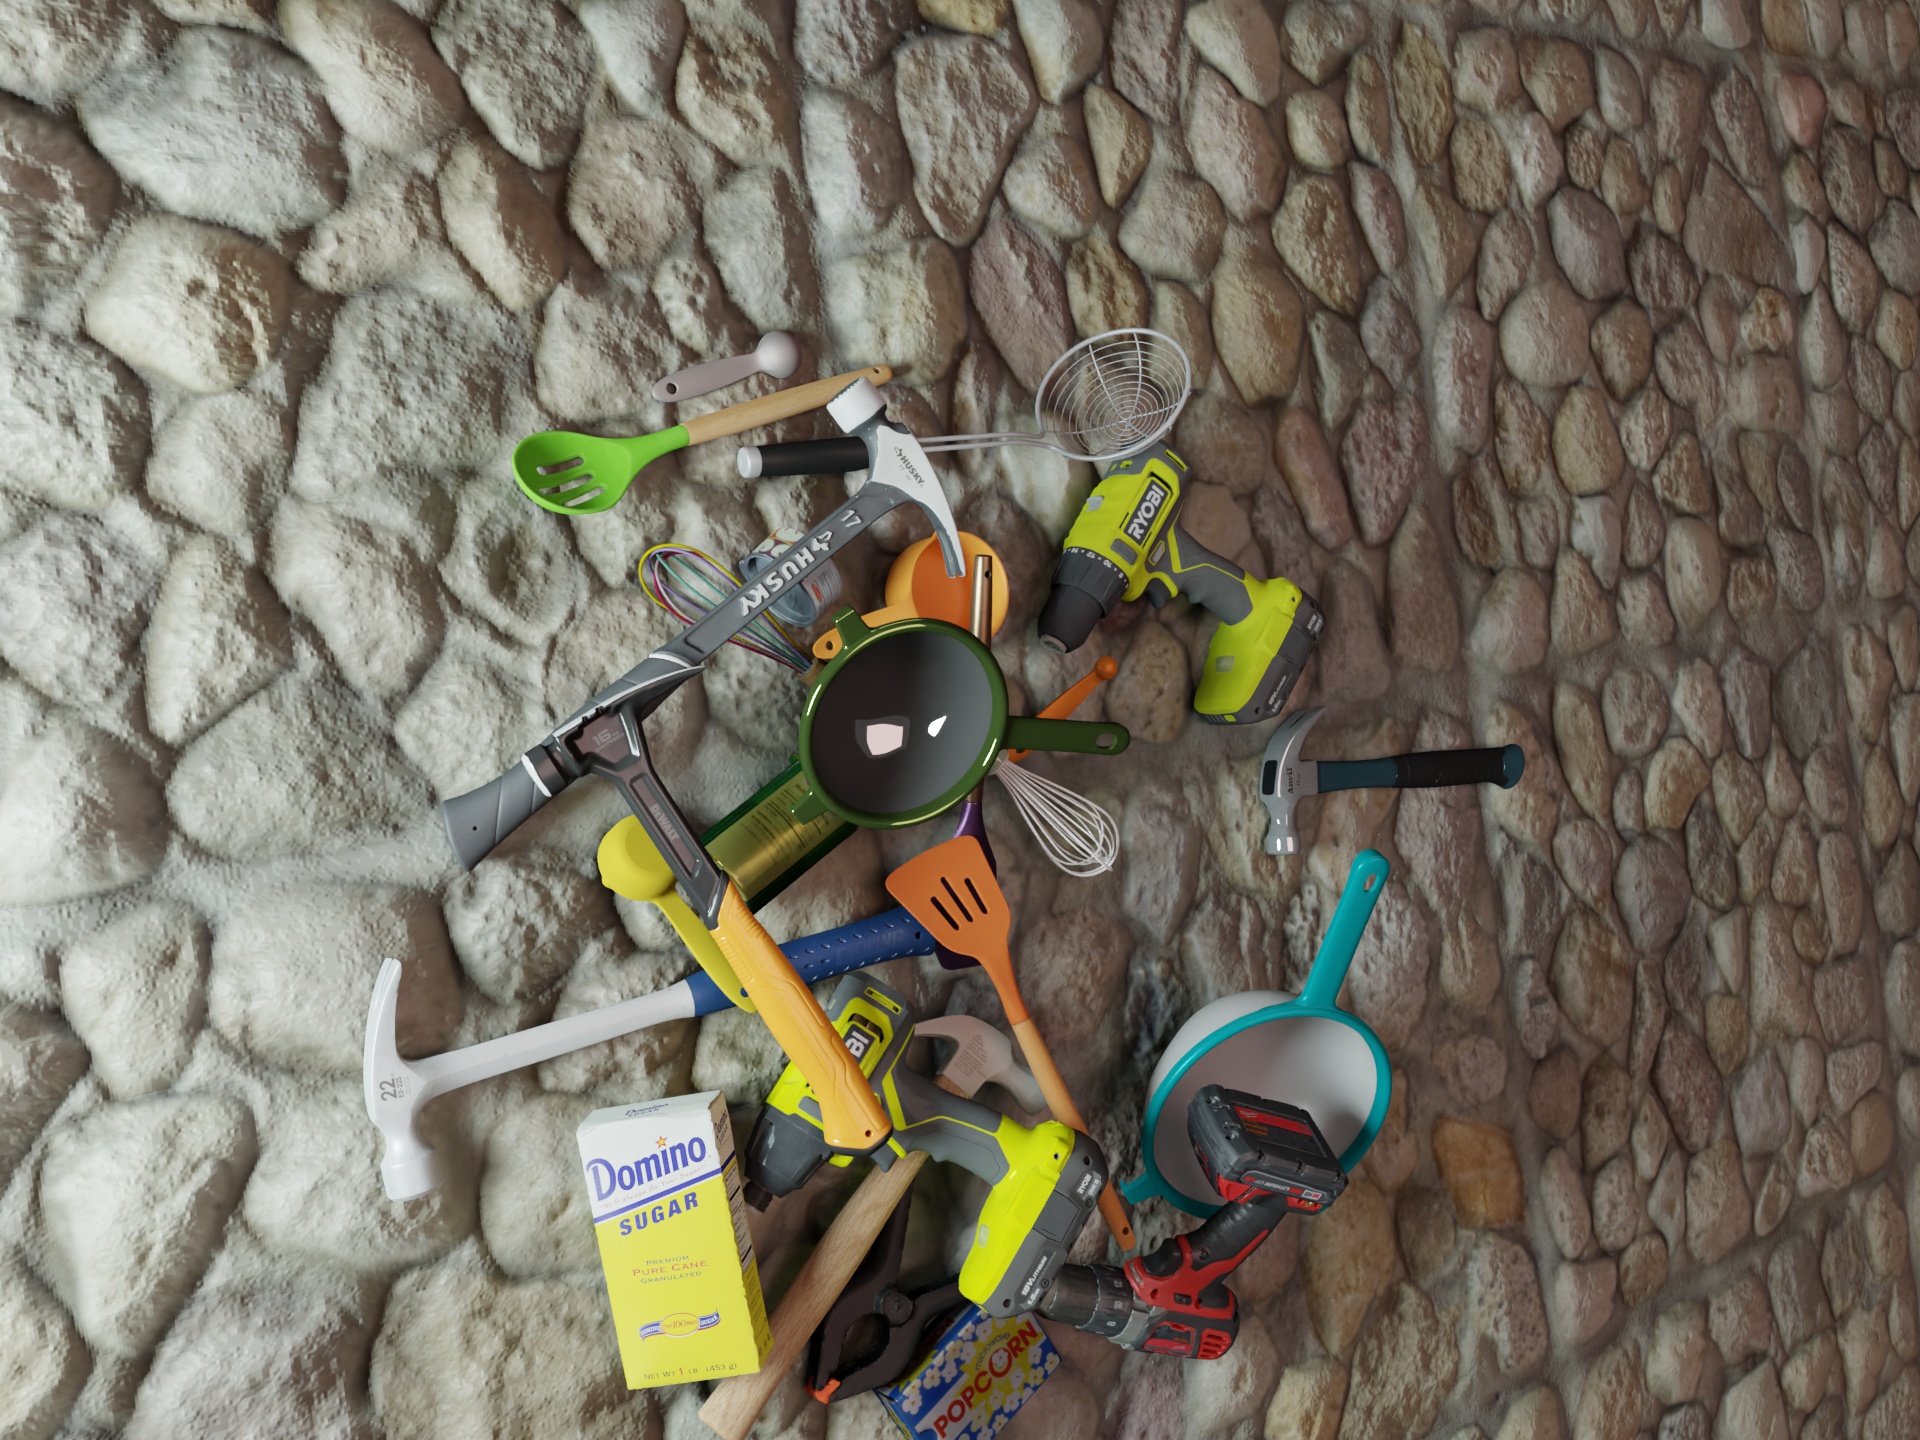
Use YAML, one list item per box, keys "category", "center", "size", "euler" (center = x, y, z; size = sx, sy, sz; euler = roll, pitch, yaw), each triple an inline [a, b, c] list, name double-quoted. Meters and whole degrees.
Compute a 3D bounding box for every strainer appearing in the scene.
- category: "strainer"
  center: [0.249, 0.236, 1.259]
  size: [0.211, 0.095, 0.340]
  euler: [10, 111, -20]
- category: "strainer"
  center: [-0.002, -0.004, 1.104]
  size: [0.256, 0.069, 0.151]
  euler: [4, 110, -30]

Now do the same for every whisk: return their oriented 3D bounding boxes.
- category: "whisk"
  center: [-0.128, -0.049, 1.130]
  size: [0.244, 0.051, 0.047]
  euler: [37, 89, -29]
- category: "whisk"
  center: [0.034, 0.038, 1.221]
  size: [0.246, 0.059, 0.058]
  euler: [42, 94, -19]

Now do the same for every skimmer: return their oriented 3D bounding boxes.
- category: "skimmer"
  center: [0.008, -0.235, 1.195]
  size: [0.363, 0.090, 0.127]
  euler: [-11, 49, -29]

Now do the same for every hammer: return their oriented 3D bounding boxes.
- category: "hammer"
  center: [-0.135, 0.130, 1.015]
  size: [0.127, 0.034, 0.337]
  euler: [-33, 97, -14]
- category: "hammer"
  center: [-0.170, -0.046, 1.046]
  size: [0.409, 0.036, 0.149]
  euler: [-41, 105, -13]
- category: "hammer"
  center: [-0.071, 0.348, 1.115]
  size: [0.130, 0.031, 0.331]
  euler: [40, 66, -5]
- category: "hammer"
  center: [-0.193, 0.184, 1.068]
  size: [0.405, 0.035, 0.144]
  euler: [-13, 94, -33]
- category: "hammer"
  center: [0.404, 0.049, 1.466]
  size: [0.331, 0.033, 0.128]
  euler: [-2, 89, -33]

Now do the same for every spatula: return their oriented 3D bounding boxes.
- category: "spatula"
  center: [0.050, 0.239, 1.158]
  size: [0.081, 0.041, 0.322]
  euler: [-27, 93, -26]
- category: "spatula"
  center: [0.008, 0.035, 1.182]
  size: [0.059, 0.018, 0.316]
  euler: [-3, 102, -30]

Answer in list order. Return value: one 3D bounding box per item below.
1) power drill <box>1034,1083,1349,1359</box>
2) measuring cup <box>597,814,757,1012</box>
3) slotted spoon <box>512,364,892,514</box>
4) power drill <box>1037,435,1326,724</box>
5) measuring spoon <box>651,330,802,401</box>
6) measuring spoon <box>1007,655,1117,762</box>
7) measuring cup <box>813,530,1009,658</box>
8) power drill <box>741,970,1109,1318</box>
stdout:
- category: "power drill"
  center: [0.168, 0.391, 1.216]
  size: [0.187, 0.080, 0.226]
  euler: [20, 112, -24]
- category: "measuring cup"
  center: [-0.178, 0.127, 1.051]
  size: [0.156, 0.029, 0.062]
  euler: [50, 47, 7]
- category: "slotted spoon"
  center: [-0.171, -0.205, 1.114]
  size: [0.314, 0.031, 0.070]
  euler: [-26, 74, -34]
- category: "power drill"
  center: [0.177, -0.093, 1.304]
  size: [0.228, 0.080, 0.190]
  euler: [36, 73, -23]
- category: "measuring spoon"
  center: [-0.163, -0.249, 1.129]
  size: [0.124, 0.018, 0.034]
  euler: [-27, 101, -31]
- category: "measuring spoon"
  center: [0.079, -0.007, 1.244]
  size: [0.117, 0.011, 0.021]
  euler: [-43, 117, -1]
- category: "measuring cup"
  center: [-0.046, -0.079, 1.174]
  size: [0.173, 0.052, 0.095]
  euler: [-26, 101, -30]
- category: "power drill"
  center: [-0.028, 0.301, 1.086]
  size: [0.223, 0.080, 0.171]
  euler: [34, 74, -4]
